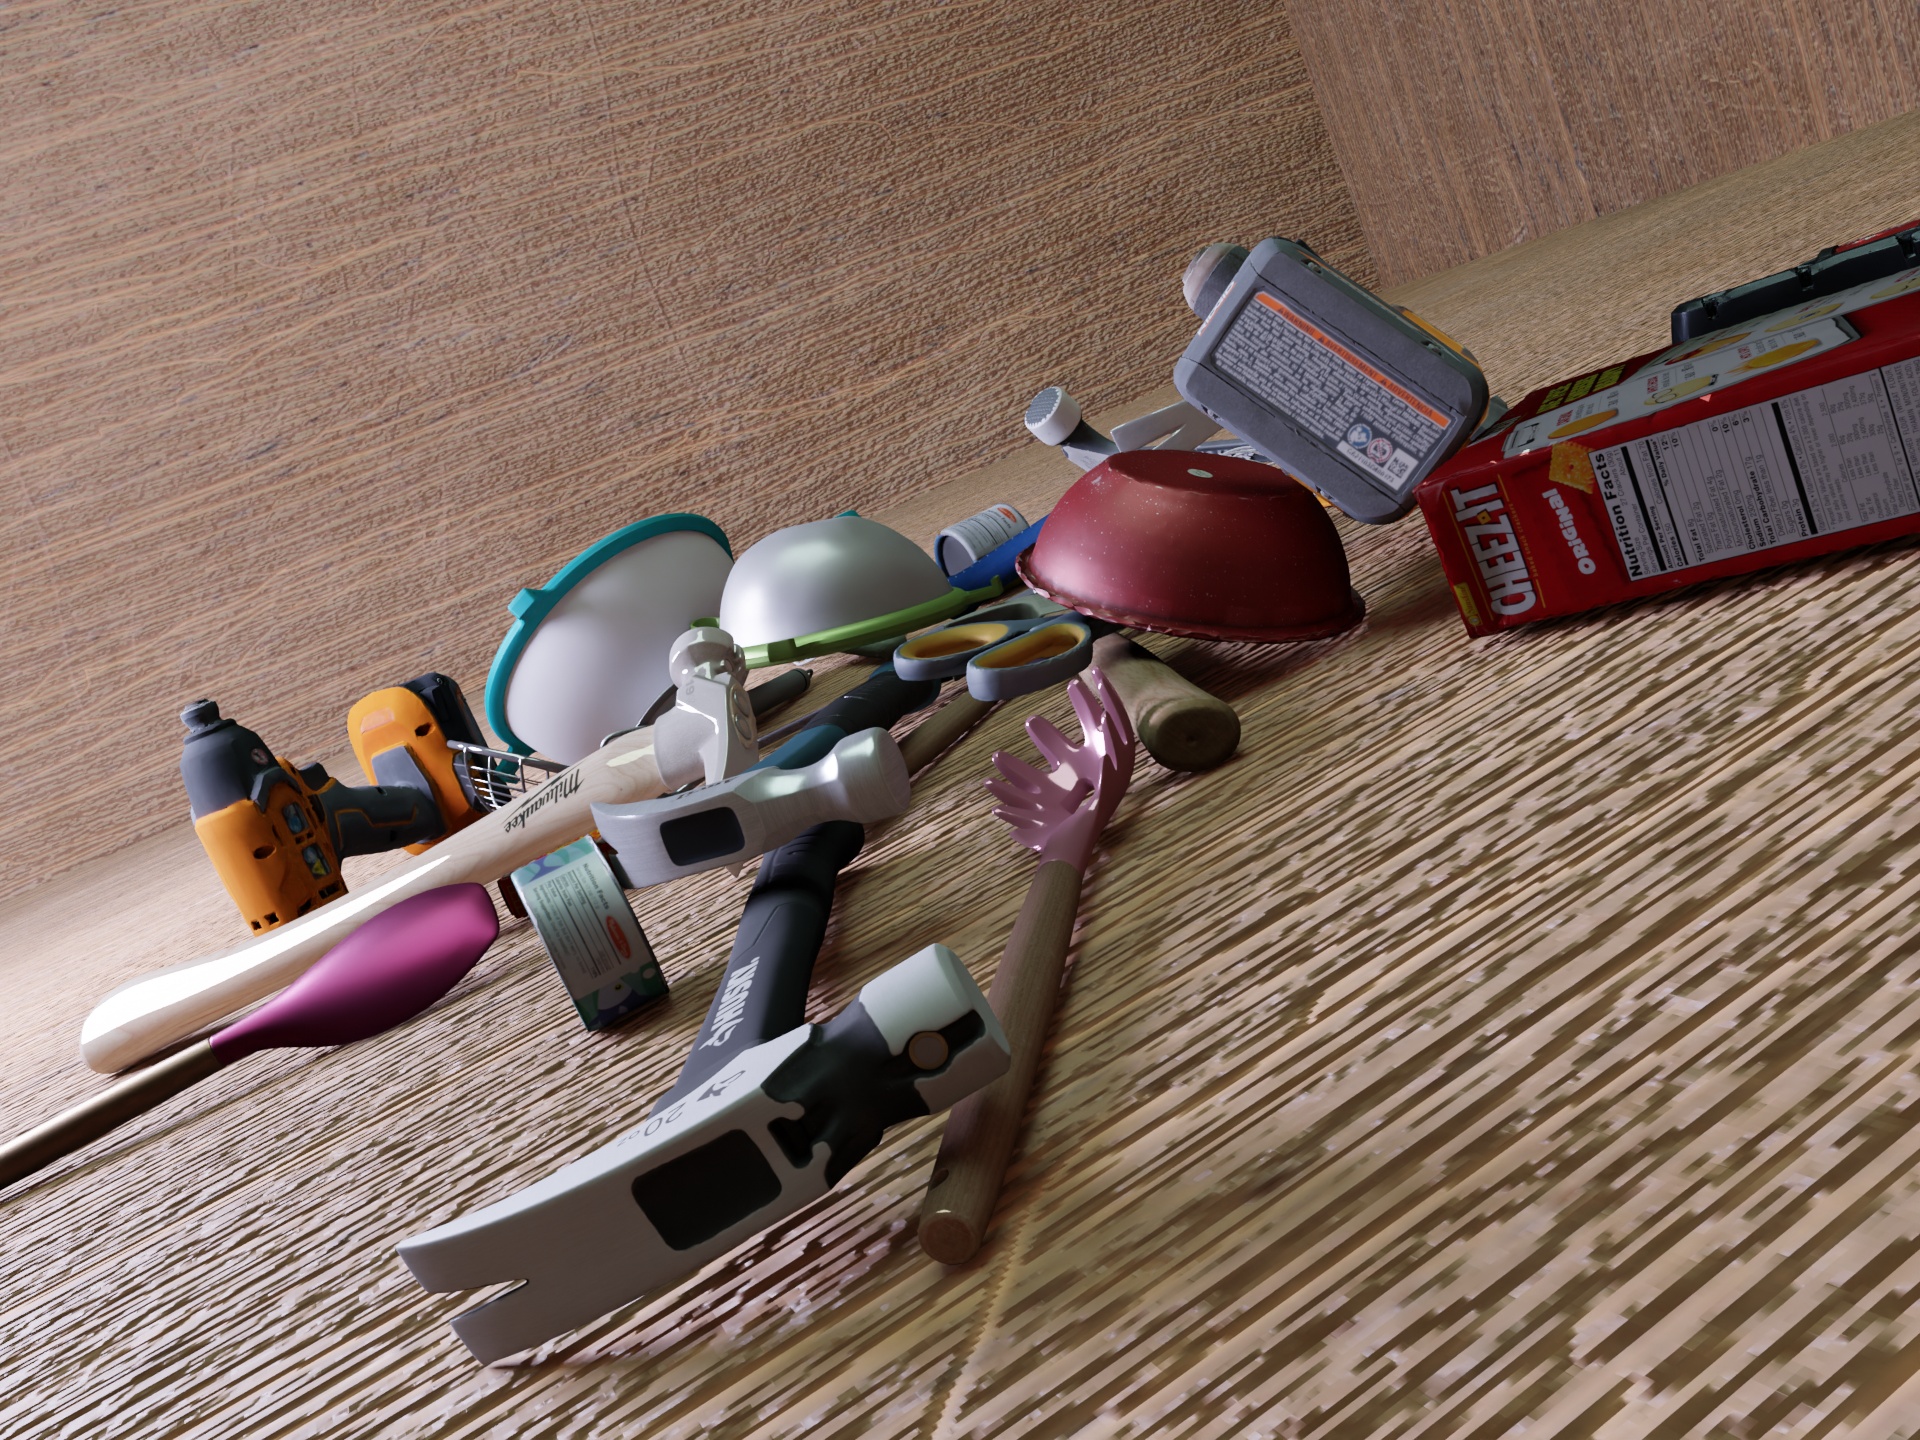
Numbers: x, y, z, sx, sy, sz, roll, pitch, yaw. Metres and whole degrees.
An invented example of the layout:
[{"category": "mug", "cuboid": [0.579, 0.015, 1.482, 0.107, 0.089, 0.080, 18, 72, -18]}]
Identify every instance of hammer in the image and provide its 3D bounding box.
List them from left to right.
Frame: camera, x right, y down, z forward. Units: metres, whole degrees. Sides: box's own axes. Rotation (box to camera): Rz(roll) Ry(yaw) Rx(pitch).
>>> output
[{"category": "hammer", "cuboid": [-0.281, 0.094, 0.800, 0.410, 0.038, 0.146, -26, 41, 13]}, {"category": "hammer", "cuboid": [-0.063, 0.077, 0.495, 0.146, 0.035, 0.335, -32, 8, 3]}, {"category": "hammer", "cuboid": [-0.056, 0.009, 0.682, 0.128, 0.033, 0.331, -18, 6, 12]}, {"category": "hammer", "cuboid": [0.073, -0.134, 1.028, 0.144, 0.035, 0.405, -31, 1, -27]}, {"category": "hammer", "cuboid": [0.067, -0.028, 0.741, 0.130, 0.031, 0.331, -13, 13, -3]}, {"category": "hammer", "cuboid": [0.213, -0.166, 0.991, 0.409, 0.149, 0.036, 10, 70, 55]}]

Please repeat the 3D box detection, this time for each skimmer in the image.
[{"category": "skimmer", "cuboid": [-0.108, -0.024, 0.921, 0.363, 0.090, 0.127, -25, -1, -9]}]

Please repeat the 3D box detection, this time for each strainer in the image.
[{"category": "strainer", "cuboid": [-0.171, -0.061, 1.137, 0.340, 0.095, 0.210, -32, -23, -37]}, {"category": "strainer", "cuboid": [-0.154, -0.005, 1.076, 0.087, 0.050, 0.258, -65, -12, 21]}, {"category": "strainer", "cuboid": [-0.104, -0.079, 0.934, 0.151, 0.069, 0.256, -19, 12, -32]}]

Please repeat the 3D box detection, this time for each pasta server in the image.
[{"category": "pasta server", "cuboid": [0.020, 0.053, 0.470, 0.060, 0.040, 0.316, -42, 6, 20]}]

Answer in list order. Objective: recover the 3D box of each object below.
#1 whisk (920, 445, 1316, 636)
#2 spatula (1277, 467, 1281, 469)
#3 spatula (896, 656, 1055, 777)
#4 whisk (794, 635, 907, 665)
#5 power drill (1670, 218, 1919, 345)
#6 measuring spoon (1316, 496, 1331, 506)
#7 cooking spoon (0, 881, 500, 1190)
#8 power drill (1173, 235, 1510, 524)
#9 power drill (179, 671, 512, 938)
[{"category": "whisk", "cuboid": [0.085, -0.090, 0.976, 0.284, 0.070, 0.070, -25, 10, 12]}, {"category": "spatula", "cuboid": [0.238, -0.184, 1.143, 0.081, 0.041, 0.323, -7, 6, -14]}, {"category": "spatula", "cuboid": [-0.001, -0.003, 0.822, 0.060, 0.018, 0.316, -18, 11, 30]}, {"category": "whisk", "cuboid": [-0.097, -0.067, 1.250, 0.057, 0.059, 0.246, 3, 4, -25]}, {"category": "power drill", "cuboid": [0.408, -0.182, 0.727, 0.143, 0.078, 0.219, -13, 12, 41]}, {"category": "measuring spoon", "cuboid": [0.231, -0.149, 1.070, 0.021, 0.011, 0.117, -27, 12, -19]}, {"category": "cooking spoon", "cuboid": [-0.353, 0.160, 0.704, 0.319, 0.017, 0.069, -29, 48, -10]}, {"category": "power drill", "cuboid": [0.168, -0.171, 0.751, 0.084, 0.185, 0.226, -56, -11, 21]}, {"category": "power drill", "cuboid": [-0.404, 0.041, 1.037, 0.084, 0.164, 0.226, -21, 9, 20]}]
